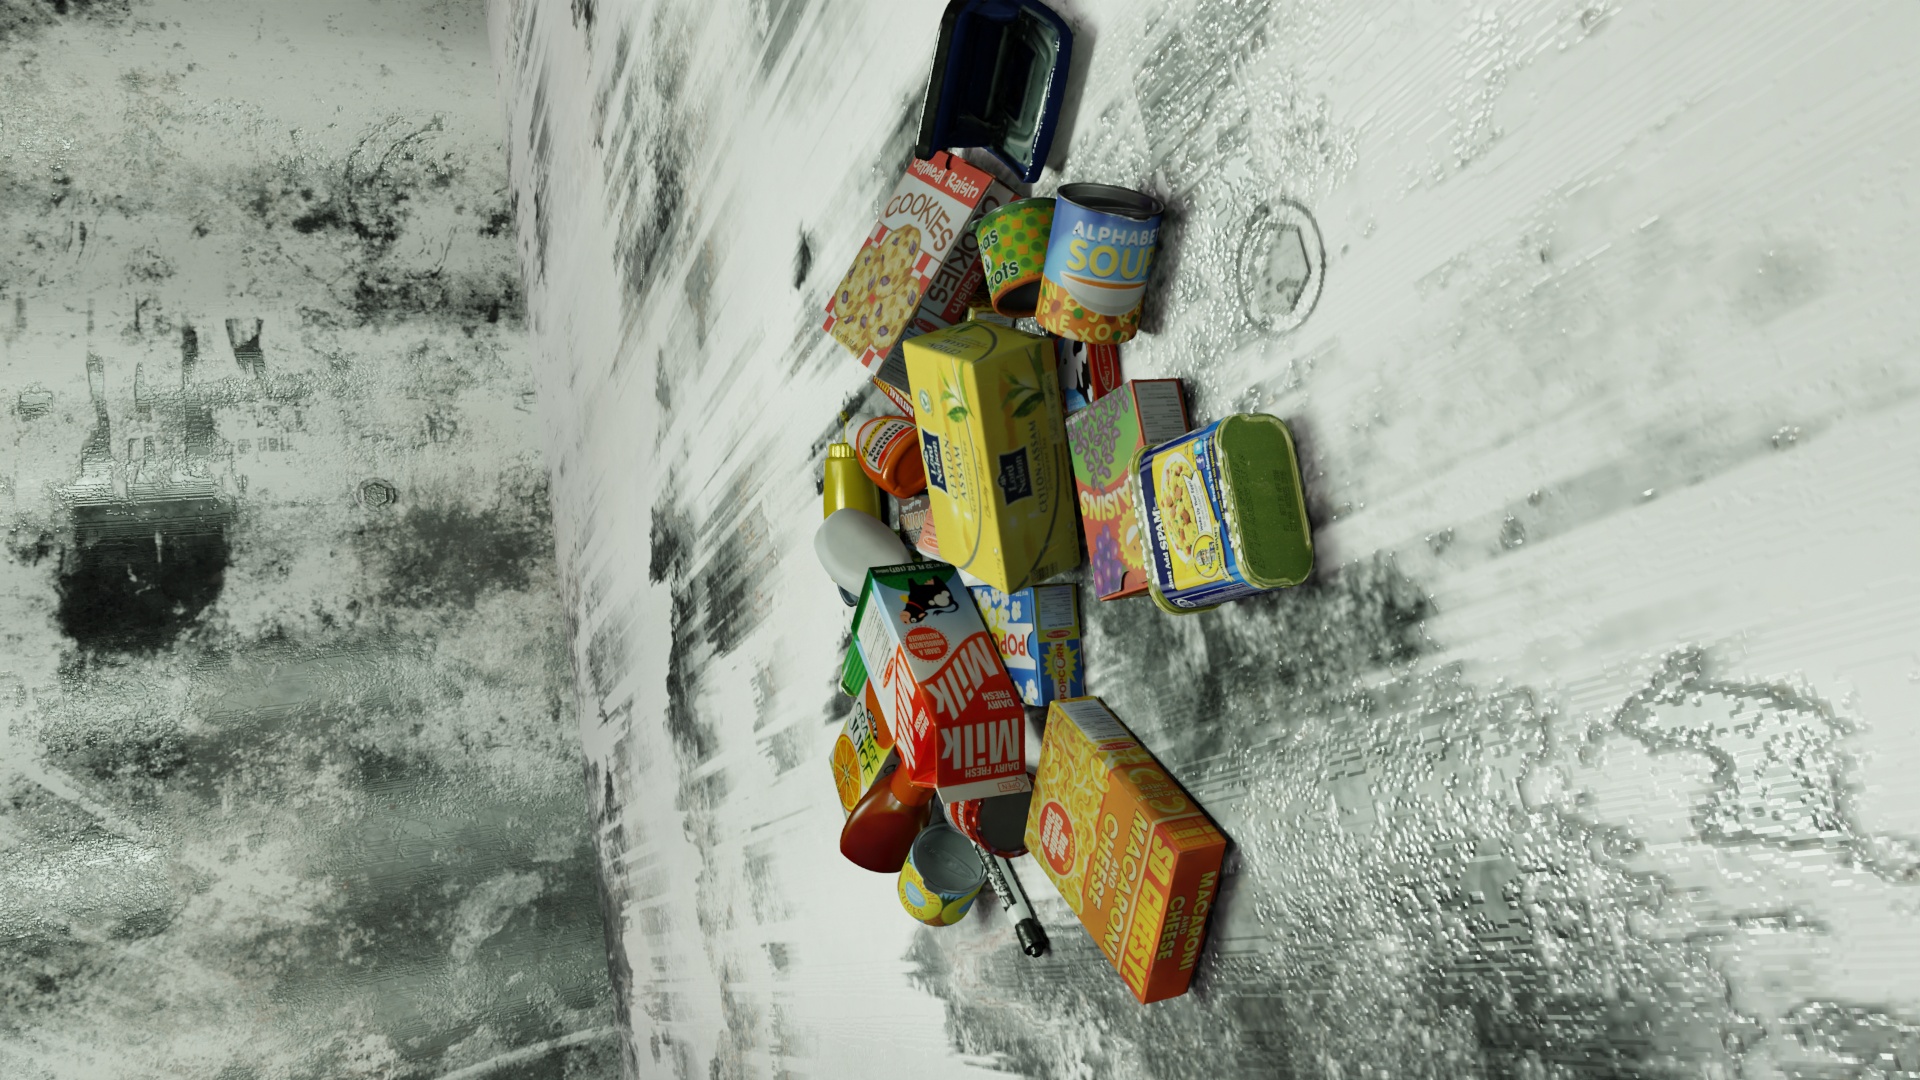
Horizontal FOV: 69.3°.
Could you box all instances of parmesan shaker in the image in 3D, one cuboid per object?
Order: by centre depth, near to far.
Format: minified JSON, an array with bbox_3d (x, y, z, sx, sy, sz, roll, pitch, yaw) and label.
[{"bbox_3d":[-0.061,0.088,1.201,0.071,0.071,0.102,66,148,35],"label":"parmesan shaker"}]

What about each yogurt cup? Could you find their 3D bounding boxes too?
[{"bbox_3d":[0.004,-0.013,1.061,0.072,0.072,0.053,30,112,60],"label":"yogurt cup"}]

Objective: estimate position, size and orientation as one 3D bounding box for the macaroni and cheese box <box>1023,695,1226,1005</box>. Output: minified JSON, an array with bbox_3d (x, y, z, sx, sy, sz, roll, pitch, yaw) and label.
[{"bbox_3d":[0.104,0.198,0.914,0.167,0.040,0.123,-133,45,-53],"label":"macaroni and cheese box"}]

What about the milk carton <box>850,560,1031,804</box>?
[{"bbox_3d":[-0.014,0.109,1.016,0.073,0.072,0.191,110,146,-42],"label":"milk carton"}]

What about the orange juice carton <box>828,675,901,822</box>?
[{"bbox_3d":[-0.049,0.166,1.188,0.191,0.073,0.072,117,141,-47],"label":"orange juice carton"}]

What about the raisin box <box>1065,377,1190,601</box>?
[{"bbox_3d":[0.111,-0.030,0.863,0.086,0.040,0.123,-27,71,62],"label":"raisin box"}]

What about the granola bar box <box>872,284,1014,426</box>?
[{"bbox_3d":[-0.018,-0.153,1.108,0.166,0.039,0.123,48,135,52],"label":"granola bar box"}]

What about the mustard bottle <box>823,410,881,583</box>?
[{"bbox_3d":[-0.100,-0.040,1.287,0.065,0.049,0.160,-169,76,-67],"label":"mustard bottle"}]

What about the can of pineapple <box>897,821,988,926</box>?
[{"bbox_3d":[-0.016,0.276,1.141,0.057,0.071,0.071,111,144,-43],"label":"can of pineapple"}]

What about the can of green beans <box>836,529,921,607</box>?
[{"bbox_3d":[-0.073,0.024,1.231,0.071,0.058,0.071,19,111,62],"label":"can of green beans"}]

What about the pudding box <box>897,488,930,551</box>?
[{"bbox_3d":[-0.022,-0.015,1.151,0.083,0.030,0.049,14,108,63],"label":"pudding box"}]

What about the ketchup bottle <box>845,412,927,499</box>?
[{"bbox_3d":[-0.061,-0.080,1.195,0.065,0.043,0.149,-51,25,-2],"label":"ketchup bottle"}]

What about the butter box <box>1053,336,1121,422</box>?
[{"bbox_3d":[0.072,-0.109,0.947,0.103,0.024,0.053,-14,83,64],"label":"butter box"}]

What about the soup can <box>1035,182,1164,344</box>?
[{"bbox_3d":[0.086,-0.170,0.858,0.071,0.071,0.083,49,137,51],"label":"soup can"}]

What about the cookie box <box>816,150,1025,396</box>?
[{"bbox_3d":[-0.032,-0.209,1.048,0.167,0.040,0.123,-58,36,9],"label":"cookie box"}]

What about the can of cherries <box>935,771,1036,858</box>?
[{"bbox_3d":[0.025,0.199,1.041,0.058,0.071,0.071,15,108,63],"label":"can of cherries"}]

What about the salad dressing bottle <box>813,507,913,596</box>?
[{"bbox_3d":[-0.056,0.033,1.148,0.148,0.064,0.043,40,150,19],"label":"salad dressing bottle"}]

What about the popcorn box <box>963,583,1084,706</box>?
[{"bbox_3d":[0.042,0.074,1.025,0.126,0.038,0.085,175,92,-65],"label":"popcorn box"}]

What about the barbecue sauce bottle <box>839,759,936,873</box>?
[{"bbox_3d":[-0.052,0.223,1.154,0.147,0.065,0.044,118,169,-45],"label":"barbecue sauce bottle"}]

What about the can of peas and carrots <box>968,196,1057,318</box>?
[{"bbox_3d":[0.045,-0.189,0.935,0.070,0.071,0.059,-38,61,60],"label":"can of peas and carrots"}]
